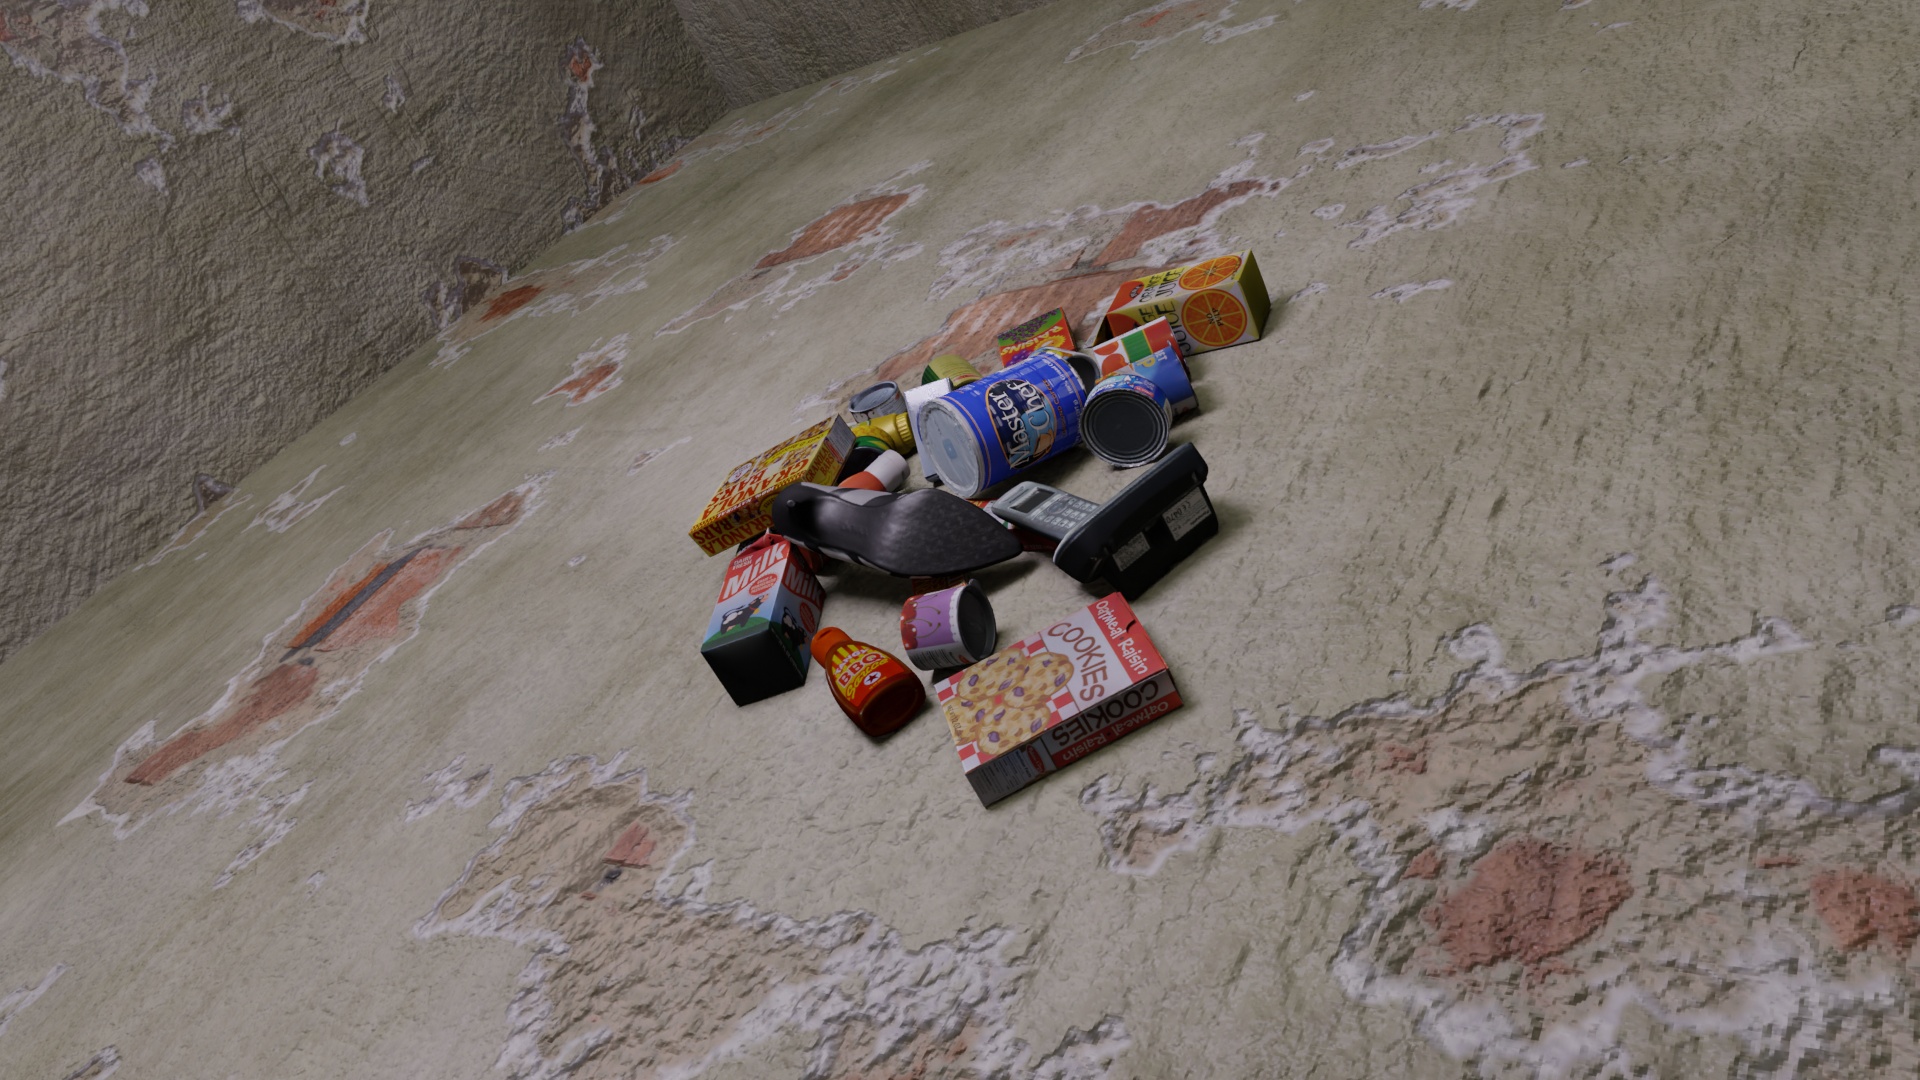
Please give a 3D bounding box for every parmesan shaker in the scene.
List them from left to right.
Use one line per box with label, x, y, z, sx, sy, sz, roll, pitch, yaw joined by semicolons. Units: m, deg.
parmesan shaker;0.002;-0.164;1.563;0.071;0.071;0.103;-30;27;-3

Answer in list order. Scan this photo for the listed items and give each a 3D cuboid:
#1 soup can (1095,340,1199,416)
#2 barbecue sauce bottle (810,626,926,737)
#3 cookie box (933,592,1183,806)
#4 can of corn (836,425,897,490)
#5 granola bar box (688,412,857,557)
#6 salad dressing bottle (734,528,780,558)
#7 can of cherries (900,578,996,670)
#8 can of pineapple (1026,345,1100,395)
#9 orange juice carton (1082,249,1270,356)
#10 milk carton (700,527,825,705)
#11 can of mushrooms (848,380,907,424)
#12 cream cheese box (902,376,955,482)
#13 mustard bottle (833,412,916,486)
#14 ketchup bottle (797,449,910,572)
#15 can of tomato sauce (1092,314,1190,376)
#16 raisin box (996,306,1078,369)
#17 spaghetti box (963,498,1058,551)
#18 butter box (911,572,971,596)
soup can;0.183;-0.148;1.371;0.084;0.071;0.071;-24;28;8
barbecue sauce bottle;-0.087;0.116;1.199;0.065;0.043;0.149;-36;29;-13
cookie box;0.071;0.117;1.062;0.167;0.040;0.123;-27;28;1
can of corn;-0.100;-0.084;1.520;0.071;0.071;0.058;-22;28;11
granola bar box;-0.198;-0.058;1.474;0.165;0.039;0.125;-24;26;30
salad dressing bottle;-0.214;0.007;1.488;0.064;0.044;0.148;-35;26;1
can of cherries;-0.010;0.072;1.178;0.058;0.071;0.072;-13;31;28
can of pineapple;0.106;-0.169;1.479;0.071;0.070;0.058;-38;30;-18
orange juice carton;0.226;-0.243;1.487;0.192;0.072;0.072;-10;33;31
milk carton;-0.184;0.064;1.337;0.073;0.072;0.191;-19;29;15
can of mushrooms;-0.101;-0.162;1.680;0.071;0.033;0.071;-21;30;13
cream cheese box;-0.023;-0.119;1.483;0.053;0.024;0.104;-19;74;15
mustard bottle;-0.098;-0.111;1.576;0.160;0.048;0.065;-21;30;14
ketchup bottle;-0.115;-0.035;1.443;0.043;0.064;0.149;35;65;23
can of tomato sauce;0.187;-0.184;1.434;0.083;0.071;0.071;-23;28;10
raisin box;0.091;-0.215;1.595;0.086;0.040;0.124;-22;29;9
spaghetti box;0.005;-0.017;1.353;0.250;0.028;0.050;1;39;42
butter box;-0.017;0.040;1.283;0.053;0.024;0.104;-23;29;7
